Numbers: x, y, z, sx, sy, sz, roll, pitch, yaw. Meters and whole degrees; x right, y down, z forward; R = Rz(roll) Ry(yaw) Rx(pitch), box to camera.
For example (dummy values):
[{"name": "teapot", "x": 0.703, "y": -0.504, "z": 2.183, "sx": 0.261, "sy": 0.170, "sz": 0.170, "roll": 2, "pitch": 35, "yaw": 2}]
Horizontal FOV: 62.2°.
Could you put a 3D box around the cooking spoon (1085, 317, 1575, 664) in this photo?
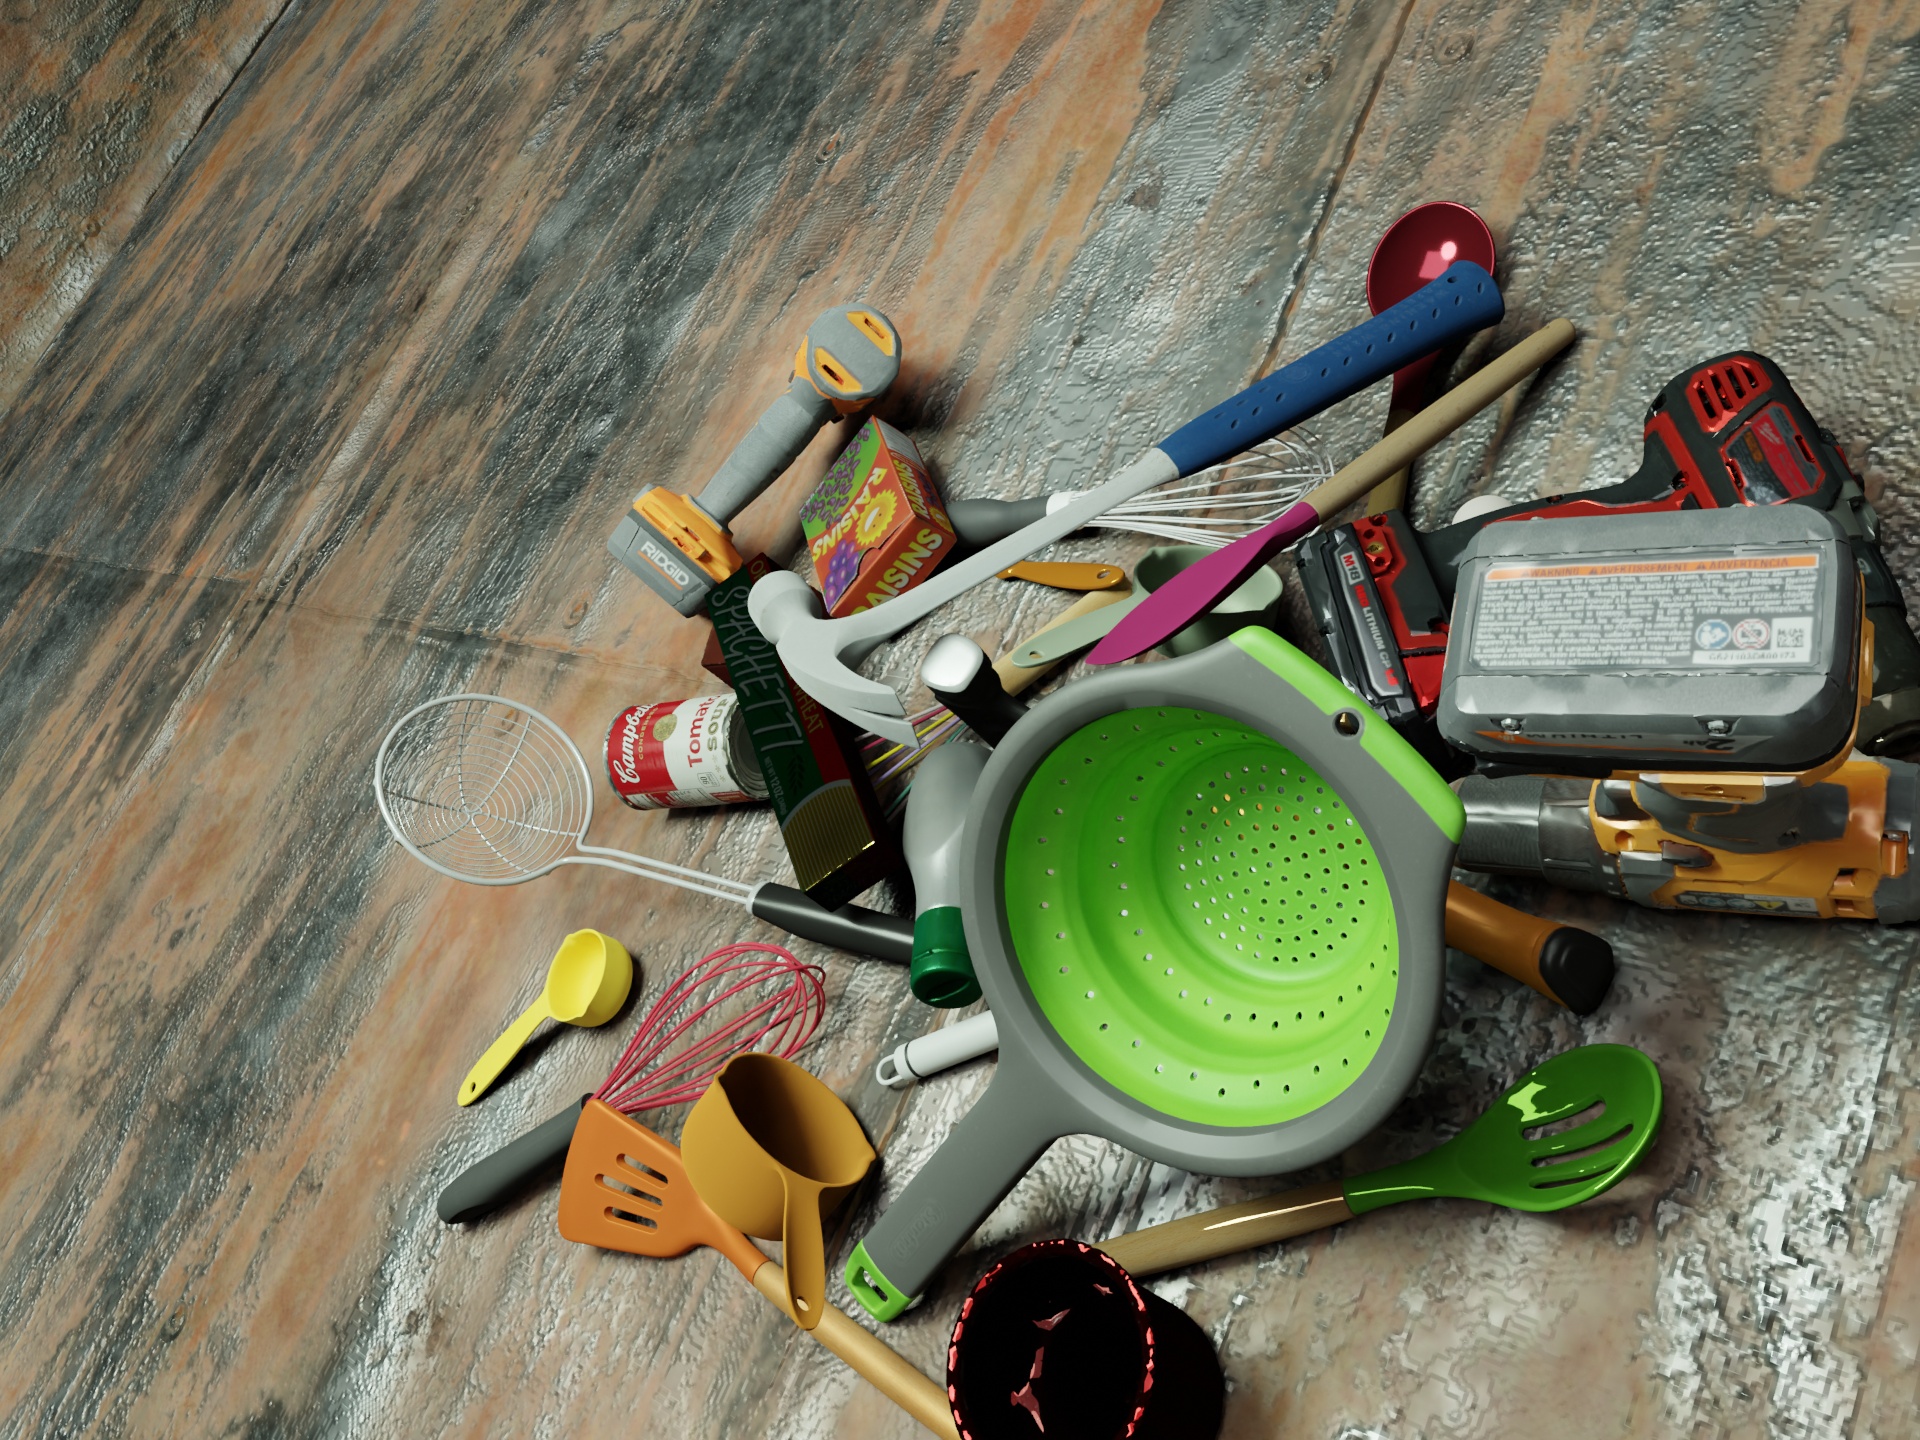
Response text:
[{"name": "cooking spoon", "x": 0.187, "y": -0.113, "z": 0.769, "sx": 0.319, "sy": 0.017, "sz": 0.069, "roll": -36, "pitch": 14, "yaw": -17}]

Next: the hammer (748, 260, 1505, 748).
[{"name": "hammer", "x": 0.095, "y": -0.118, "z": 0.784, "sx": 0.405, "sy": 0.035, "sz": 0.144, "roll": -30, "pitch": 39, "yaw": -8}]

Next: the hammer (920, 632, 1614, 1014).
[{"name": "hammer", "x": 0.134, "y": 0.049, "z": 0.735, "sx": 0.337, "sy": 0.127, "sz": 0.034, "roll": 25, "pitch": 80, "yaw": 34}]

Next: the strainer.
[{"name": "strainer", "x": 0.059, "y": 0.130, "z": 0.763, "sx": 0.258, "sy": 0.050, "sz": 0.087, "roll": -27, "pitch": 61, "yaw": 27}]

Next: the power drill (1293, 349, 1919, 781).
[{"name": "power drill", "x": 0.278, "y": -0.043, "z": 0.685, "sx": 0.226, "sy": 0.080, "sz": 0.188, "roll": -22, "pitch": 58, "yaw": 17}]

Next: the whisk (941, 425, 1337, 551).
[{"name": "whisk", "x": 0.086, "y": -0.122, "z": 0.904, "sx": 0.285, "sy": 0.070, "sz": 0.070, "roll": -1, "pitch": 61, "yaw": 42}]

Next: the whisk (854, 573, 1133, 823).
[{"name": "whisk", "x": -0.002, "y": -0.003, "z": 0.897, "sx": 0.245, "sy": 0.047, "sz": 0.051, "roll": -37, "pitch": 44, "yaw": 7}]

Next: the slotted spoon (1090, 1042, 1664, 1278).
[{"name": "slotted spoon", "x": 0.139, "y": 0.203, "z": 0.662, "sx": 0.314, "sy": 0.031, "sz": 0.070, "roll": -25, "pitch": 27, "yaw": 25}]

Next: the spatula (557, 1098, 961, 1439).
[{"name": "spatula", "x": -0.087, "y": 0.282, "z": 0.768, "sx": 0.323, "sy": 0.041, "sz": 0.081, "roll": 20, "pitch": 98, "yaw": 41}]

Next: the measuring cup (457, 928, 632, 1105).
[{"name": "measuring cup", "x": -0.255, "y": 0.190, "z": 0.977, "sx": 0.156, "sy": 0.029, "sz": 0.062, "roll": -45, "pitch": 43, "yaw": 20}]

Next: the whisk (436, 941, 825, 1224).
[{"name": "whisk", "x": -0.190, "y": 0.209, "z": 0.886, "sx": 0.296, "sy": 0.073, "sz": 0.073, "roll": -36, "pitch": 46, "yaw": 19}]

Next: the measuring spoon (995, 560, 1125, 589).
[{"name": "measuring spoon", "x": 0.054, "y": -0.088, "z": 0.915, "sx": 0.021, "sy": 0.011, "sz": 0.117, "roll": -45, "pitch": 29, "yaw": -20}]

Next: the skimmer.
[{"name": "skimmer", "x": -0.169, "y": 0.066, "z": 0.893, "sx": 0.363, "sy": 0.090, "sz": 0.127, "roll": 12, "pitch": 42, "yaw": 27}]

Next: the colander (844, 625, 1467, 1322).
[{"name": "colander", "x": 0.068, "y": 0.129, "z": 0.685, "sx": 0.205, "sy": 0.094, "sz": 0.397, "roll": 45, "pitch": 122, "yaw": 18}]

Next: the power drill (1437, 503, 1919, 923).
[{"name": "power drill", "x": 0.239, "y": 0.012, "z": 0.573, "sx": 0.185, "sy": 0.226, "sz": 0.084, "roll": 1, "pitch": 67, "yaw": 35}]

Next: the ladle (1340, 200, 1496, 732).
[{"name": "ladle", "x": 0.227, "y": -0.137, "z": 0.826, "sx": 0.069, "sy": 0.031, "sz": 0.316, "roll": 3, "pitch": 65, "yaw": 30}]

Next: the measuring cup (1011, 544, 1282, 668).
[{"name": "measuring cup", "x": 0.090, "y": -0.043, "z": 0.797, "sx": 0.167, "sy": 0.038, "sz": 0.083, "roll": -23, "pitch": 41, "yaw": -31}]

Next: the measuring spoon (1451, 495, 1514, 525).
[{"name": "measuring spoon", "x": 0.260, "y": -0.061, "z": 0.755, "sx": 0.034, "sy": 0.018, "sz": 0.124, "roll": -22, "pitch": 51, "yaw": 23}]

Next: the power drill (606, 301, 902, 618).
[{"name": "power drill", "x": -0.133, "y": -0.178, "z": 1.069, "sx": 0.226, "sy": 0.084, "sz": 0.164, "roll": -48, "pitch": 11, "yaw": 0}]

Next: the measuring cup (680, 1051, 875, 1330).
[{"name": "measuring cup", "x": -0.089, "y": 0.232, "z": 0.750, "sx": 0.052, "sy": 0.095, "sz": 0.174, "roll": -51, "pitch": 22, "yaw": 17}]
